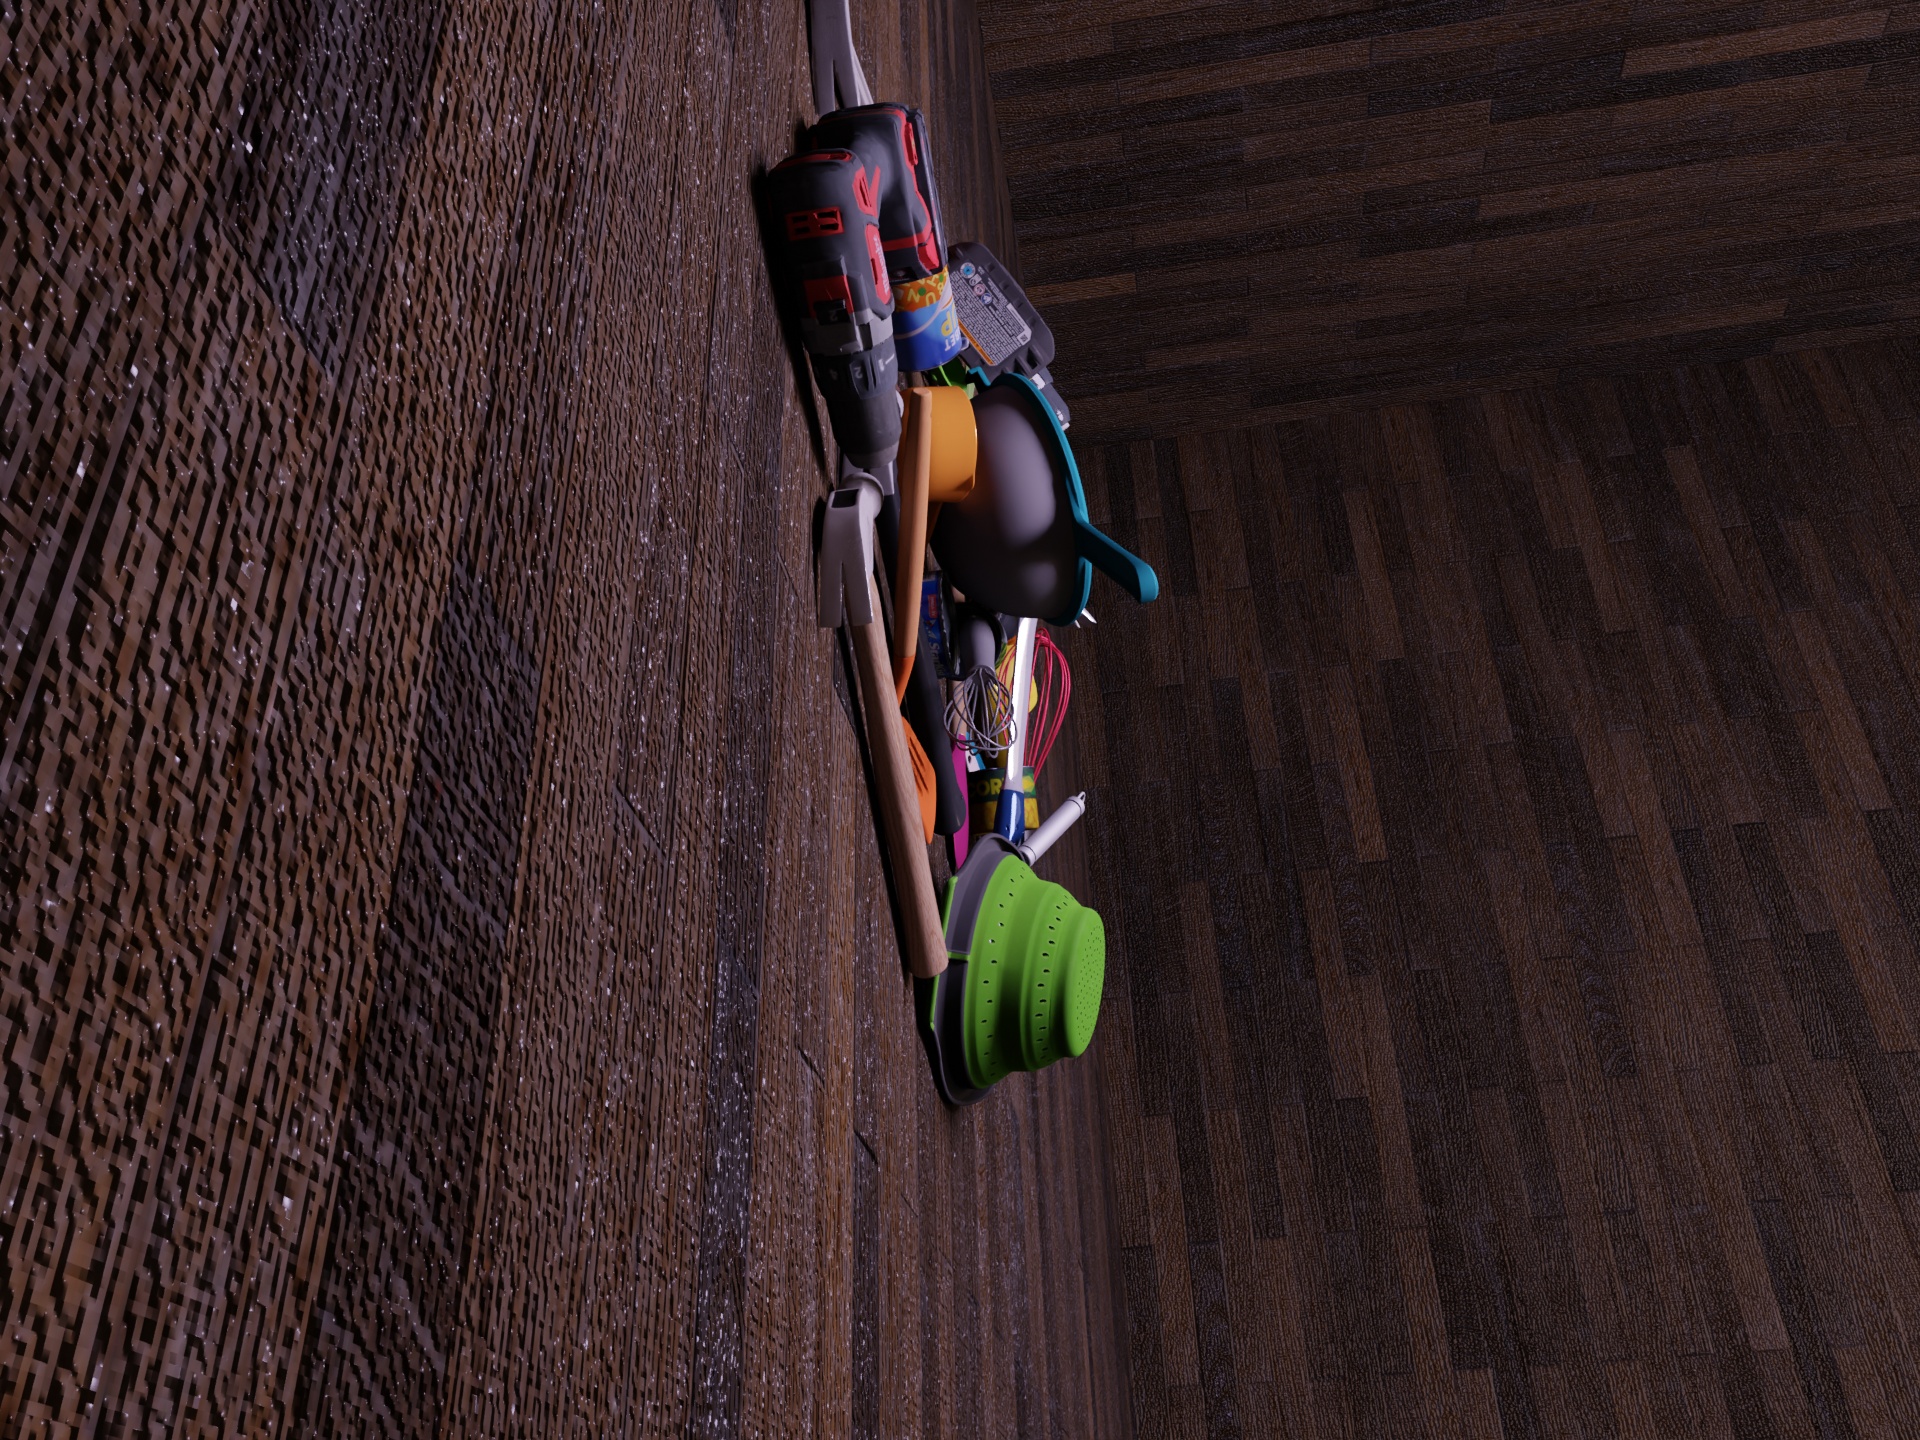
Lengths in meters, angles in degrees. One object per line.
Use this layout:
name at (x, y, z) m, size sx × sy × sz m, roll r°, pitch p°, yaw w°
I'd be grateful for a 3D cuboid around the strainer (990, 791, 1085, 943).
strainer at (0.048, 0.121, 1.351) m, size 0.258 × 0.050 × 0.086 m, roll -39°, pitch 133°, yaw -51°

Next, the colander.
colander at (0.074, 0.211, 1.267) m, size 0.396 × 0.094 × 0.204 m, roll 44°, pitch 54°, yaw -69°

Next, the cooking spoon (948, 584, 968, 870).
cooking spoon at (-0.002, -0.005, 1.431) m, size 0.068 × 0.017 × 0.319 m, roll 77°, pitch 9°, yaw -53°

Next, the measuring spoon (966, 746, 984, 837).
measuring spoon at (0.016, 0.082, 1.529) m, size 0.034 × 0.018 × 0.124 m, roll -40°, pitch 119°, yaw -59°

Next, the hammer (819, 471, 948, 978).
hammer at (-0.046, 0.017, 1.014) m, size 0.130 × 0.031 × 0.331 m, roll -80°, pitch 162°, yaw -67°

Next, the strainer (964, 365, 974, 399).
strainer at (0.032, -0.326, 1.800) m, size 0.151 × 0.069 × 0.257 m, roll 76°, pitch 12°, yaw -46°

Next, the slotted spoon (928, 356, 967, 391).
slotted spoon at (-0.037, -0.352, 1.446) m, size 0.313 × 0.031 × 0.070 m, roll 5°, pitch 61°, yaw -80°

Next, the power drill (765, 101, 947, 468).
power drill at (-0.061, -0.282, 1.009) m, size 0.227 × 0.080 × 0.187 m, roll -81°, pitch 163°, yaw -56°

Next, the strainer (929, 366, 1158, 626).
strainer at (0.043, -0.145, 1.235) m, size 0.341 × 0.095 × 0.210 m, roll -131°, pitch -151°, yaw -60°

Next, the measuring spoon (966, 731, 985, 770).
measuring spoon at (0.017, 0.062, 1.560) m, size 0.042 × 0.021 × 0.128 m, roll -84°, pitch 157°, yaw -52°

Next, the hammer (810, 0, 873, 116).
hammer at (-0.065, -0.457, 1.288) m, size 0.359 × 0.037 × 0.149 m, roll 56°, pitch 28°, yaw -74°

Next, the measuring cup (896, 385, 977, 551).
measuring cup at (-0.038, -0.181, 1.229) m, size 0.173 × 0.052 × 0.095 m, roll 112°, pitch -33°, yaw -46°

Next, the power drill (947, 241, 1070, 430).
power drill at (0.036, -0.354, 1.501) m, size 0.190 × 0.080 × 0.228 m, roll 52°, pitch 6°, yaw -2°

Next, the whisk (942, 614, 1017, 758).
whisk at (0.012, -0.032, 1.205) m, size 0.239 × 0.055 × 0.055 m, roll -93°, pitch 174°, yaw -66°

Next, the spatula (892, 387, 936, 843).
spatula at (-0.027, -0.066, 1.060) m, size 0.081 × 0.041 × 0.322 m, roll -86°, pitch -179°, yaw -57°

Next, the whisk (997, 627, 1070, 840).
whisk at (0.062, 0.054, 1.541) m, size 0.073 × 0.073 × 0.296 m, roll 51°, pitch 45°, yaw -77°

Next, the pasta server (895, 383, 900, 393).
pasta server at (-0.028, -0.228, 1.360) m, size 0.316 × 0.040 × 0.060 m, roll 55°, pitch 40°, yaw -73°

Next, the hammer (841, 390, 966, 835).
hammer at (-0.036, -0.062, 1.154) m, size 0.146 × 0.035 × 0.334 m, roll -85°, pitch 166°, yaw -61°

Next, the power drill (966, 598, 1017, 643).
power drill at (0.029, -0.186, 1.575) m, size 0.164 × 0.084 × 0.226 m, roll -24°, pitch 107°, yaw -83°

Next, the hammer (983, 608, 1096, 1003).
hammer at (0.052, 0.055, 1.426) m, size 0.144 × 0.035 × 0.406 m, roll 20°, pitch 68°, yaw -41°
